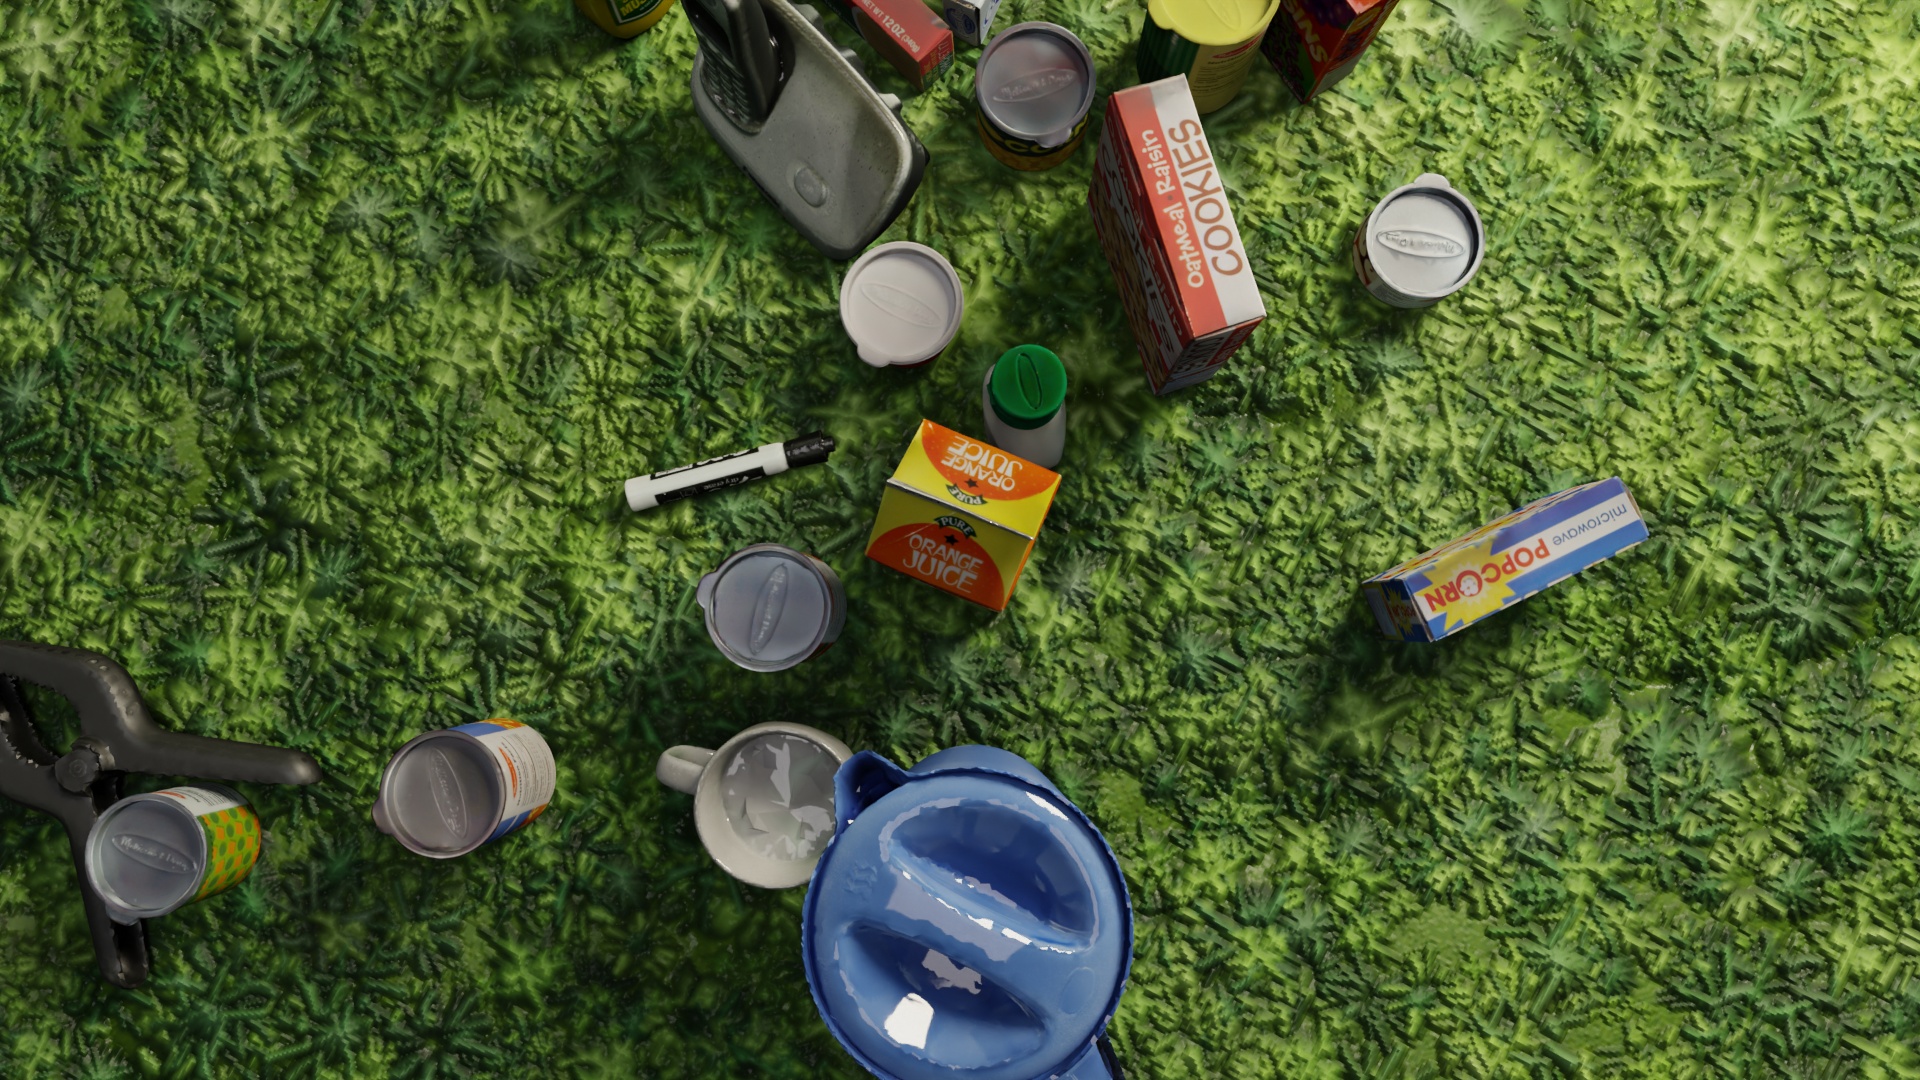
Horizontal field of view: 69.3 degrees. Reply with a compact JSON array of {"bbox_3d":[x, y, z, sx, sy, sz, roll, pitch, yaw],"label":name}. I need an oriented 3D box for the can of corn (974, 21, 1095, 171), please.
[{"bbox_3d":[0.042,-0.246,0.783,0.071,0.058,0.071,0,87,1],"label":"can of corn"}]

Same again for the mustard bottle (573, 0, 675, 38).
[{"bbox_3d":[-0.193,-0.326,0.743,0.065,0.160,0.049,-45,87,-1],"label":"mustard bottle"}]

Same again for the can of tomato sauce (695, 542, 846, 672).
[{"bbox_3d":[-0.100,0.037,0.756,0.071,0.083,0.071,0,87,1],"label":"can of tomato sauce"}]

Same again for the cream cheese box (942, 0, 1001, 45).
[{"bbox_3d":[0.022,-0.341,0.792,0.024,0.053,0.104,25,87,3],"label":"cream cheese box"}]

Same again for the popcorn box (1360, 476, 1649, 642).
[{"bbox_3d":[0.289,0.012,0.747,0.127,0.085,0.038,-26,87,0],"label":"popcorn box"}]

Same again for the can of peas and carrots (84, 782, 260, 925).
[{"bbox_3d":[-0.433,0.172,0.767,0.071,0.058,0.071,0,87,1],"label":"can of peas and carrots"}]

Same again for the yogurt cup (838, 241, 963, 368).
[{"bbox_3d":[-0.032,-0.128,0.779,0.072,0.054,0.072,0,87,1],"label":"yogurt cup"}]

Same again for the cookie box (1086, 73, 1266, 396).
[{"bbox_3d":[0.106,-0.150,0.720,0.040,0.167,0.123,-18,86,1],"label":"cookie box"}]

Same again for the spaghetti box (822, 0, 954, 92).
[{"bbox_3d":[-0.102,-0.357,0.798,0.250,0.050,0.028,44,89,4],"label":"spaghetti box"}]

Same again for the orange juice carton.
[{"bbox_3d":[0.003,-0.009,0.701,0.072,0.192,0.073,23,88,3],"label":"orange juice carton"}]

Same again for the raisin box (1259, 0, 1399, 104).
[{"bbox_3d":[0.190,-0.300,0.750,0.040,0.123,0.086,-34,86,0],"label":"raisin box"}]

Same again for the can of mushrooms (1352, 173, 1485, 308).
[{"bbox_3d":[0.259,-0.168,0.785,0.071,0.033,0.071,0,86,1],"label":"can of mushrooms"}]

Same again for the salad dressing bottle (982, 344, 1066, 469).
[{"bbox_3d":[0.034,-0.070,0.727,0.044,0.147,0.064,-14,87,1],"label":"salad dressing bottle"}]

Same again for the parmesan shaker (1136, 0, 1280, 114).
[{"bbox_3d":[0.130,-0.281,0.761,0.071,0.103,0.071,0,87,2],"label":"parmesan shaker"}]

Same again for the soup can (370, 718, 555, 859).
[{"bbox_3d":[-0.267,0.133,0.753,0.071,0.083,0.071,0,87,1],"label":"soup can"}]
